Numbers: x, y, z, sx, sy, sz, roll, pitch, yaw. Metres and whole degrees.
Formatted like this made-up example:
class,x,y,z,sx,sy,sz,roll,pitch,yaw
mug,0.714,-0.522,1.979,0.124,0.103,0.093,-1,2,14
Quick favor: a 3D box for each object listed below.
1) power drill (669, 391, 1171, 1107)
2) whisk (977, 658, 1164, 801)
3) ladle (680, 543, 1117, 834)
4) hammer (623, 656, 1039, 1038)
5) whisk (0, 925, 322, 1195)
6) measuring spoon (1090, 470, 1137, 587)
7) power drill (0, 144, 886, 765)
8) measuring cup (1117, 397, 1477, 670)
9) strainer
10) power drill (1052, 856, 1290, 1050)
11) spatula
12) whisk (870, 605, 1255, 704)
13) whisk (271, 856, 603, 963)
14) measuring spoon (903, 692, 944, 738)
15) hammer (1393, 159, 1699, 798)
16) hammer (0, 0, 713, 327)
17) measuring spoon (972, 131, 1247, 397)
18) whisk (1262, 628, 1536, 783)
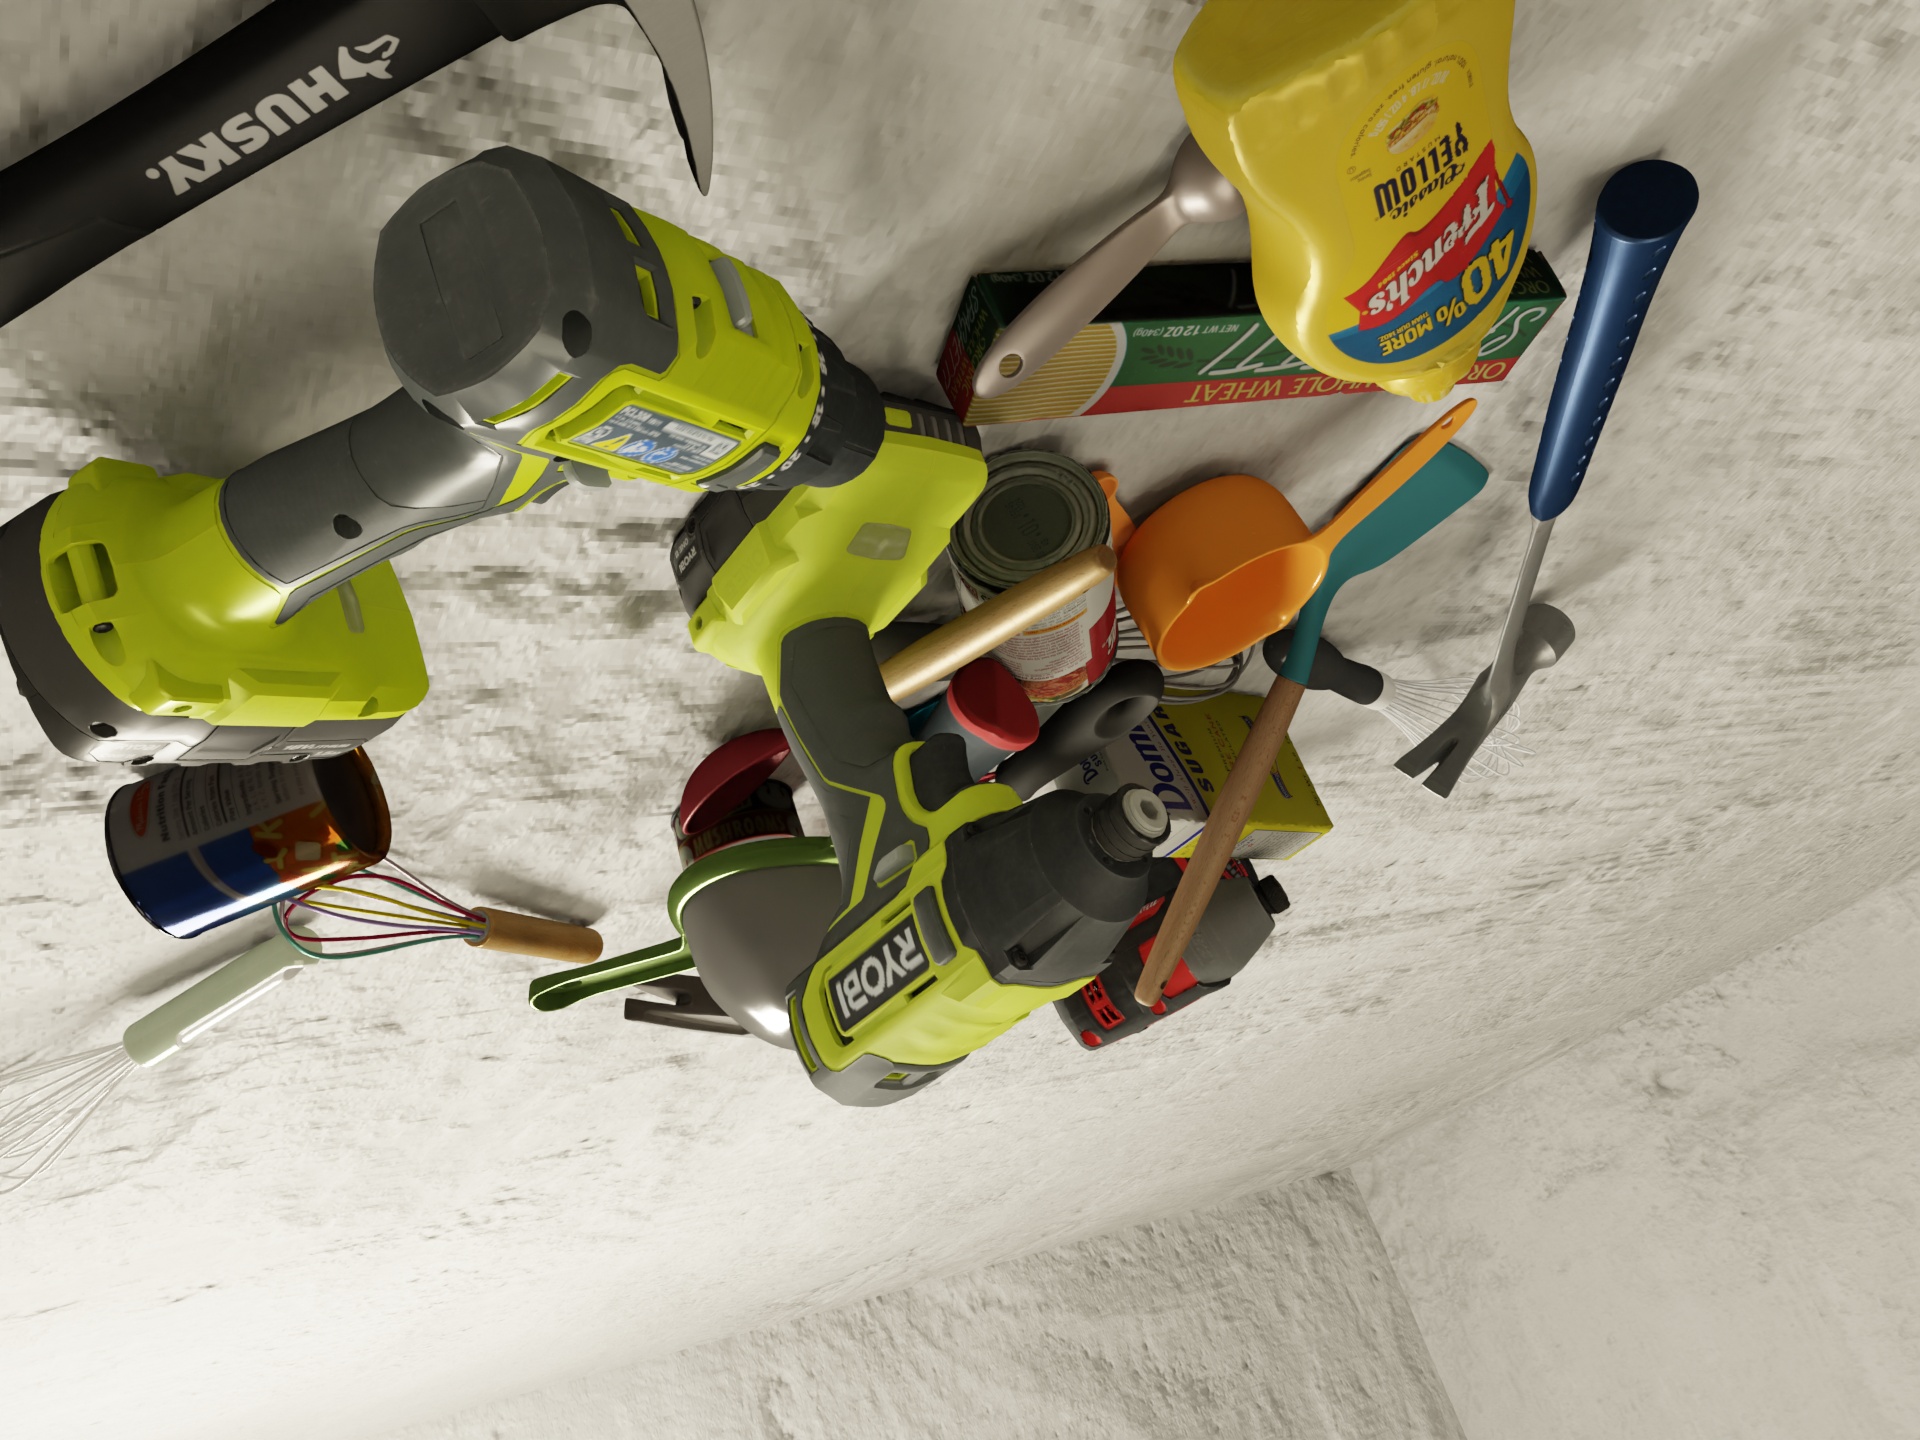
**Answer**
class,x,y,z,sx,sy,sz,roll,pitch,yaw
power drill,-0.018,0.000,0.556,0.080,0.223,0.171,3,146,-40
whisk,0.018,0.038,0.811,0.073,0.073,0.295,-5,159,-30
ladle,-0.040,-0.009,0.670,0.069,0.031,0.315,-37,-174,-40
hammer,-0.067,0.081,0.793,0.143,0.038,0.386,9,147,-17
whisk,-0.423,0.171,0.811,0.246,0.059,0.057,-31,165,11
measuring spoon,0.068,-0.083,0.710,0.021,0.011,0.116,-35,157,3
power drill,-0.142,-0.066,0.470,0.228,0.080,0.190,-25,170,21
measuring cup,0.142,-0.095,0.695,0.173,0.052,0.095,-42,153,22
strainer,-0.111,0.131,0.772,0.256,0.069,0.151,-17,144,24
power drill,0.130,0.121,0.969,0.143,0.078,0.219,-32,-179,10
spatula,0.162,0.007,0.794,0.082,0.044,0.317,11,105,-49
whisk,0.037,-0.034,0.746,0.239,0.055,0.055,-1,149,-26
whisk,-0.256,0.103,0.804,0.047,0.051,0.244,-33,156,13
measuring spoon,-0.001,-0.003,0.801,0.128,0.021,0.042,-24,155,12
hammer,0.280,-0.095,0.764,0.144,0.035,0.405,-48,155,-16
hammer,-0.216,-0.121,0.390,0.335,0.035,0.146,-25,154,11
measuring spoon,0.053,-0.146,0.516,0.124,0.018,0.034,-42,133,5
whisk,0.261,-0.012,0.948,0.284,0.070,0.070,16,137,-44
